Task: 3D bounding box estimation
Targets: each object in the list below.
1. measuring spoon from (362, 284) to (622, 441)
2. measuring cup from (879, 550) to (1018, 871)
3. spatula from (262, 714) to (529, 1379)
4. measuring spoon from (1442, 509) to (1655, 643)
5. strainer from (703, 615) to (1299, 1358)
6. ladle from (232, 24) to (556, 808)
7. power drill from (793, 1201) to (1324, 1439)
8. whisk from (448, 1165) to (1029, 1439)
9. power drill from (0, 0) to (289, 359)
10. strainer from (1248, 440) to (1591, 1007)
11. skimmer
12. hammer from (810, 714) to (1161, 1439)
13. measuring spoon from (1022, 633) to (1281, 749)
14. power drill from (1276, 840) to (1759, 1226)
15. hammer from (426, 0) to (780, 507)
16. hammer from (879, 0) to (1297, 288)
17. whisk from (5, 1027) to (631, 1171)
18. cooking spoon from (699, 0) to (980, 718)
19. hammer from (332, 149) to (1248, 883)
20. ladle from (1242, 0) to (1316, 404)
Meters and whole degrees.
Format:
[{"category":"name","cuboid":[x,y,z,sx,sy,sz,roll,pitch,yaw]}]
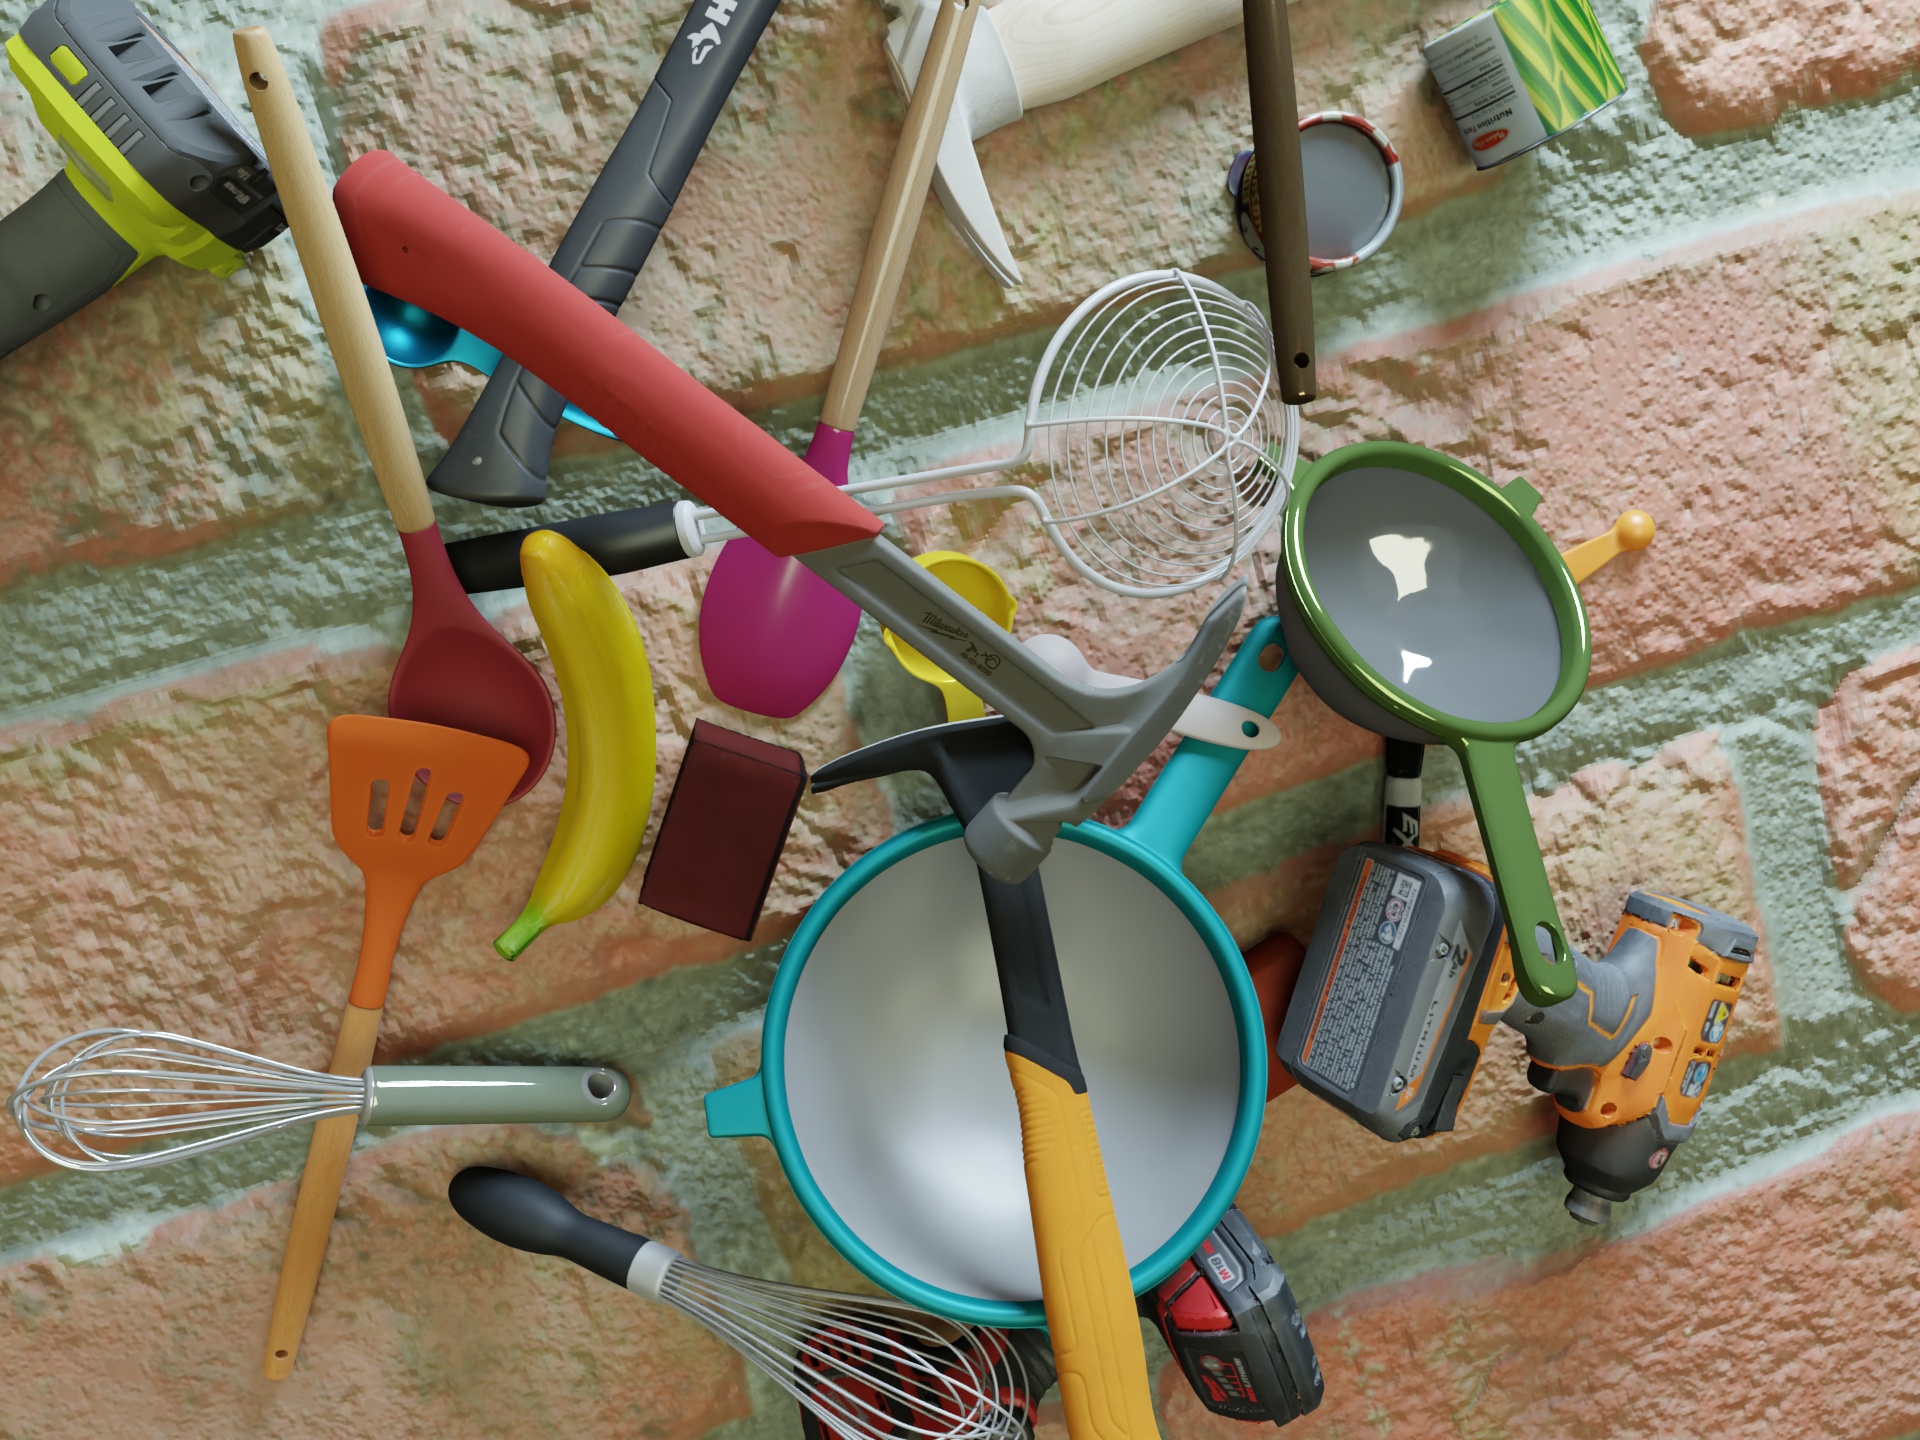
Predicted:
[{"category":"measuring spoon","cuboid":[-0.188,-0.148,0.664,0.128,0.021,0.042,25,91,-21]},{"category":"measuring cup","cuboid":[-0.001,-0.002,0.717,0.062,0.029,0.156,-15,115,-14]},{"category":"spatula","cuboid":[-0.266,0.149,0.694,0.081,0.041,0.322,13,100,-22]},{"category":"measuring spoon","cuboid":[0.277,-0.064,0.748,0.117,0.011,0.021,-31,104,-2]},{"category":"strainer","cuboid":[0.055,0.099,0.715,0.211,0.095,0.340,33,73,5]},{"category":"ladle","cuboid":[-0.216,-0.097,0.605,0.069,0.031,0.315,-8,126,-3]},{"category":"power drill","cuboid":[0.042,0.305,0.698,0.226,0.188,0.080,-26,117,-6]},{"category":"whisk","cuboid":[-0.102,0.248,0.679,0.285,0.070,0.070,16,100,20]},{"category":"power drill","cuboid":[-0.352,-0.148,0.550,0.228,0.191,0.080,-40,103,-4]},{"category":"strainer","cuboid":[0.201,0.003,0.676,0.151,0.069,0.257,3,62,-21]},{"category":"skimmer","cuboid":[-0.045,-0.094,0.654,0.363,0.090,0.127,-8,108,14]},{"category":"hammer","cuboid":[0.030,0.162,0.627,0.127,0.034,0.337,-10,76,-8]},{"category":"measuring spoon","cuboid":[0.082,-0.011,0.691,0.124,0.018,0.034,16,70,-3]},{"category":"power drill","cuboid":[0.259,0.148,0.729,0.226,0.084,0.164,14,95,-29]},{"category":"hammer","cuboid":[-0.120,-0.231,0.622,0.146,0.035,0.335,31,97,8]},{"category":"hammer","cuboid":[0.170,-0.322,0.670,0.410,0.038,0.146,-23,105,-4]},{"category":"whisk","cuboid":[-0.257,0.158,0.666,0.246,0.058,0.059,7,142,-30]},{"category":"cooking spoon","cuboid":[-0.045,-0.147,0.661,0.068,0.017,0.318,15,107,-10]},{"category":"hammer","cuboid":[-0.073,-0.096,0.590,0.359,0.037,0.149,37,111,-3]},{"category":"ladle","cuboid":[0.117,-0.280,0.600,0.078,0.062,0.320,-4,86,-4]}]
